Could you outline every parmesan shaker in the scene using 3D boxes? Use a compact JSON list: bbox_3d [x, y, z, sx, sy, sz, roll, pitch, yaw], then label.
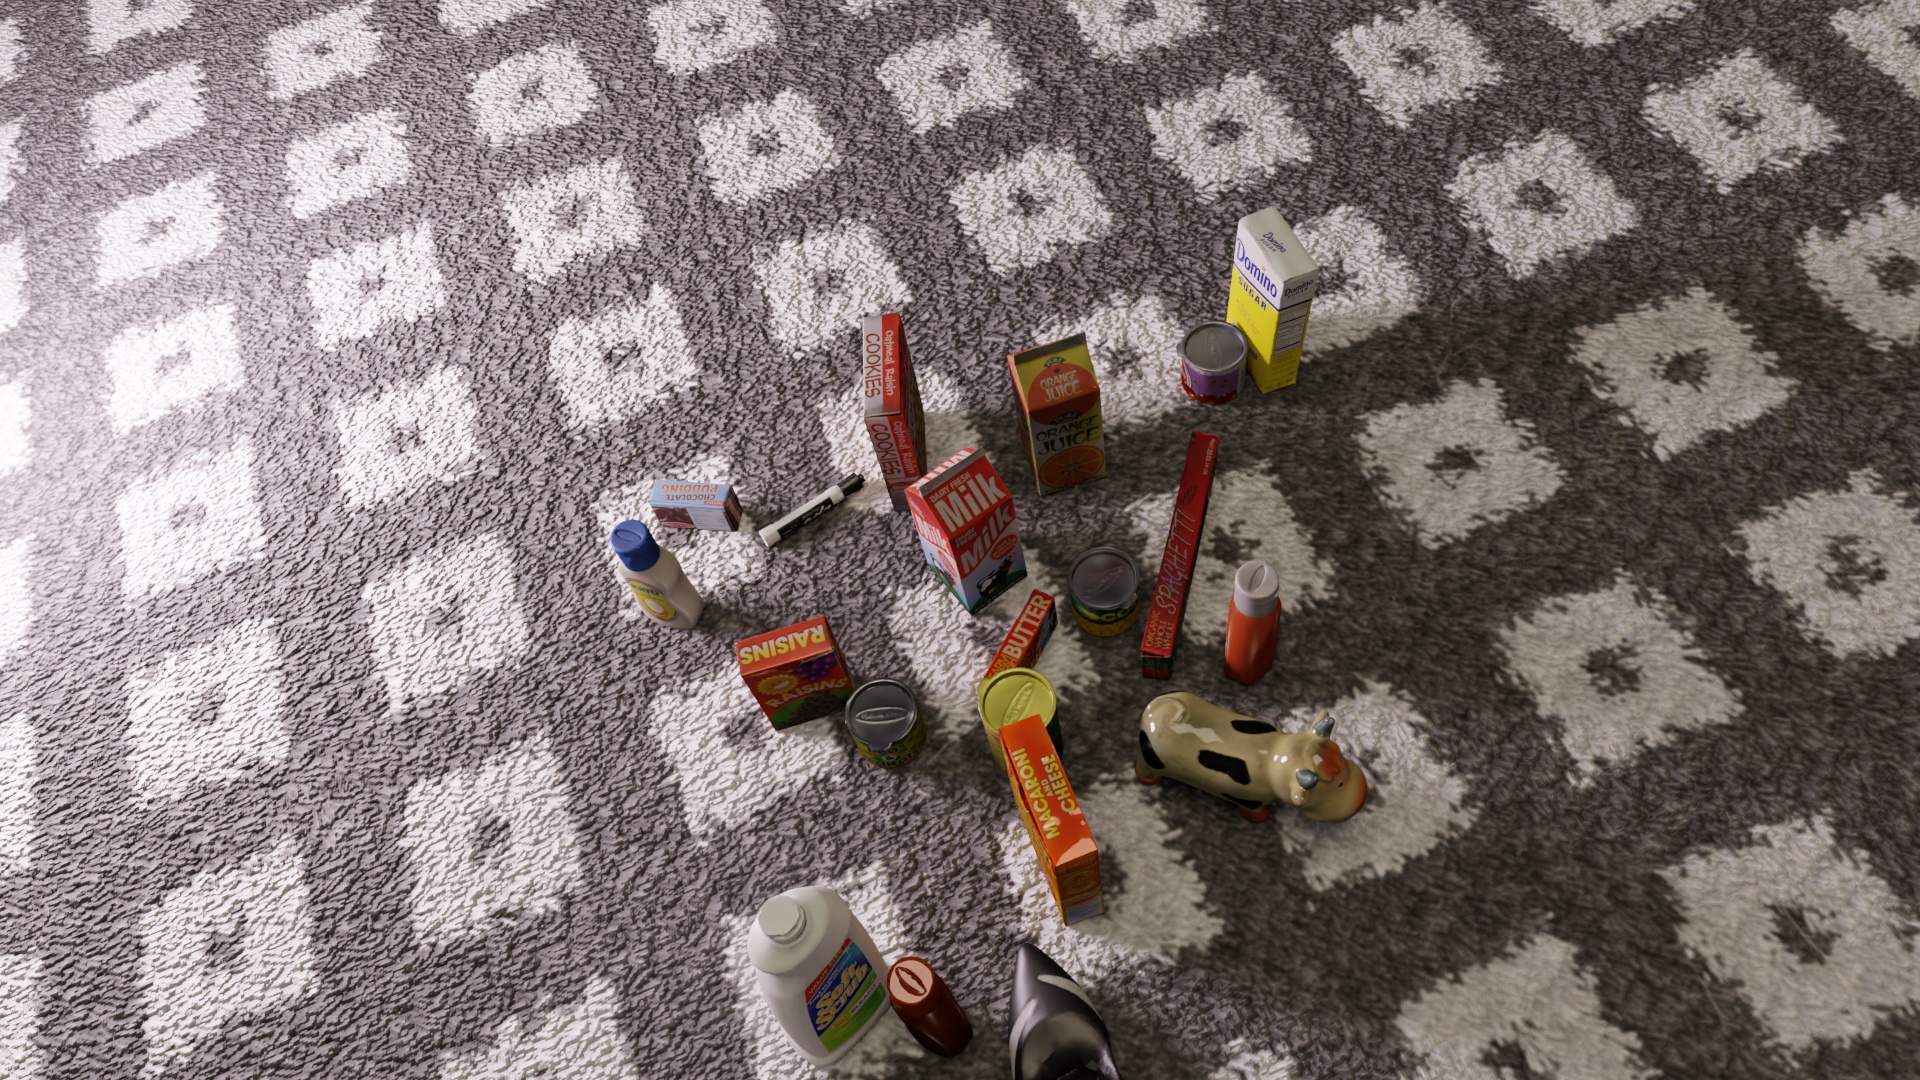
[{"bbox_3d":[0.053,0.162,1.219,0.071,0.102,0.071,-4,59,6],"label":"parmesan shaker"}]

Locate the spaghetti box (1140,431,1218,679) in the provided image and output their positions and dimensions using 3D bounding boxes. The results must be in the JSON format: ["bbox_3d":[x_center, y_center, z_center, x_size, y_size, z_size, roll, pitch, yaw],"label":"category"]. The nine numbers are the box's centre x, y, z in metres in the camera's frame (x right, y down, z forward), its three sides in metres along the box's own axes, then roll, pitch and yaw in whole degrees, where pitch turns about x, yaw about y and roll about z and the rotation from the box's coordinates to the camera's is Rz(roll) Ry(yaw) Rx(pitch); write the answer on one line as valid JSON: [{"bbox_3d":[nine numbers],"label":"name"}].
[{"bbox_3d":[0.209,0.012,1.319,0.029,0.050,0.251,10,61,14],"label":"spaghetti box"}]

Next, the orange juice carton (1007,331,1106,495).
[{"bbox_3d":[0.093,-0.130,1.338,0.072,0.191,0.073,-17,58,-2],"label":"orange juice carton"}]

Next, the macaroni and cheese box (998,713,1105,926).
[{"bbox_3d":[0.075,0.232,1.137,0.040,0.165,0.124,-21,59,-4],"label":"macaroni and cheese box"}]

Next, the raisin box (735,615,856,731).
[{"bbox_3d":[-0.146,0.123,1.260,0.086,0.123,0.040,-16,58,-2],"label":"raisin box"}]

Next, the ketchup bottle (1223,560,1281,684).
[{"bbox_3d":[0.258,0.069,1.219,0.043,0.148,0.065,21,65,19],"label":"ketchup bottle"}]

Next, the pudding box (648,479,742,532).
[{"bbox_3d":[-0.270,-0.035,1.417,0.084,0.049,0.030,4,60,10],"label":"pudding box"}]

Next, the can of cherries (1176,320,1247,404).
[{"bbox_3d":[0.257,-0.182,1.425,0.071,0.058,0.072,-4,59,6],"label":"can of cherries"}]

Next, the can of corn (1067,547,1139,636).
[{"bbox_3d":[0.137,0.051,1.301,0.071,0.058,0.071,-4,59,6],"label":"can of corn"}]

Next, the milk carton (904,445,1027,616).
[{"bbox_3d":[0.005,-0.016,1.283,0.072,0.189,0.073,-35,61,-12],"label":"milk carton"}]

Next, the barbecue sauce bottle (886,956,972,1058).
[{"bbox_3d":[-0.028,0.361,1.084,0.065,0.148,0.044,36,70,25],"label":"barbecue sauce bottle"}]

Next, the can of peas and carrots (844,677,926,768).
[{"bbox_3d":[-0.067,0.168,1.259,0.071,0.058,0.071,-4,59,6],"label":"can of peas and carrots"}]

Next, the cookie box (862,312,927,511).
[{"bbox_3d":[-0.062,-0.125,1.372,0.040,0.166,0.123,-6,59,5],"label":"cookie box"}]

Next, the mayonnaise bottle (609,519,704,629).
[{"bbox_3d":[-0.293,0.033,1.321,0.065,0.147,0.041,15,63,17],"label":"mayonnaise bottle"}]

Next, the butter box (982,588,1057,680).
[{"bbox_3d":[0.057,0.101,1.285,0.024,0.053,0.104,22,65,20],"label":"butter box"}]
